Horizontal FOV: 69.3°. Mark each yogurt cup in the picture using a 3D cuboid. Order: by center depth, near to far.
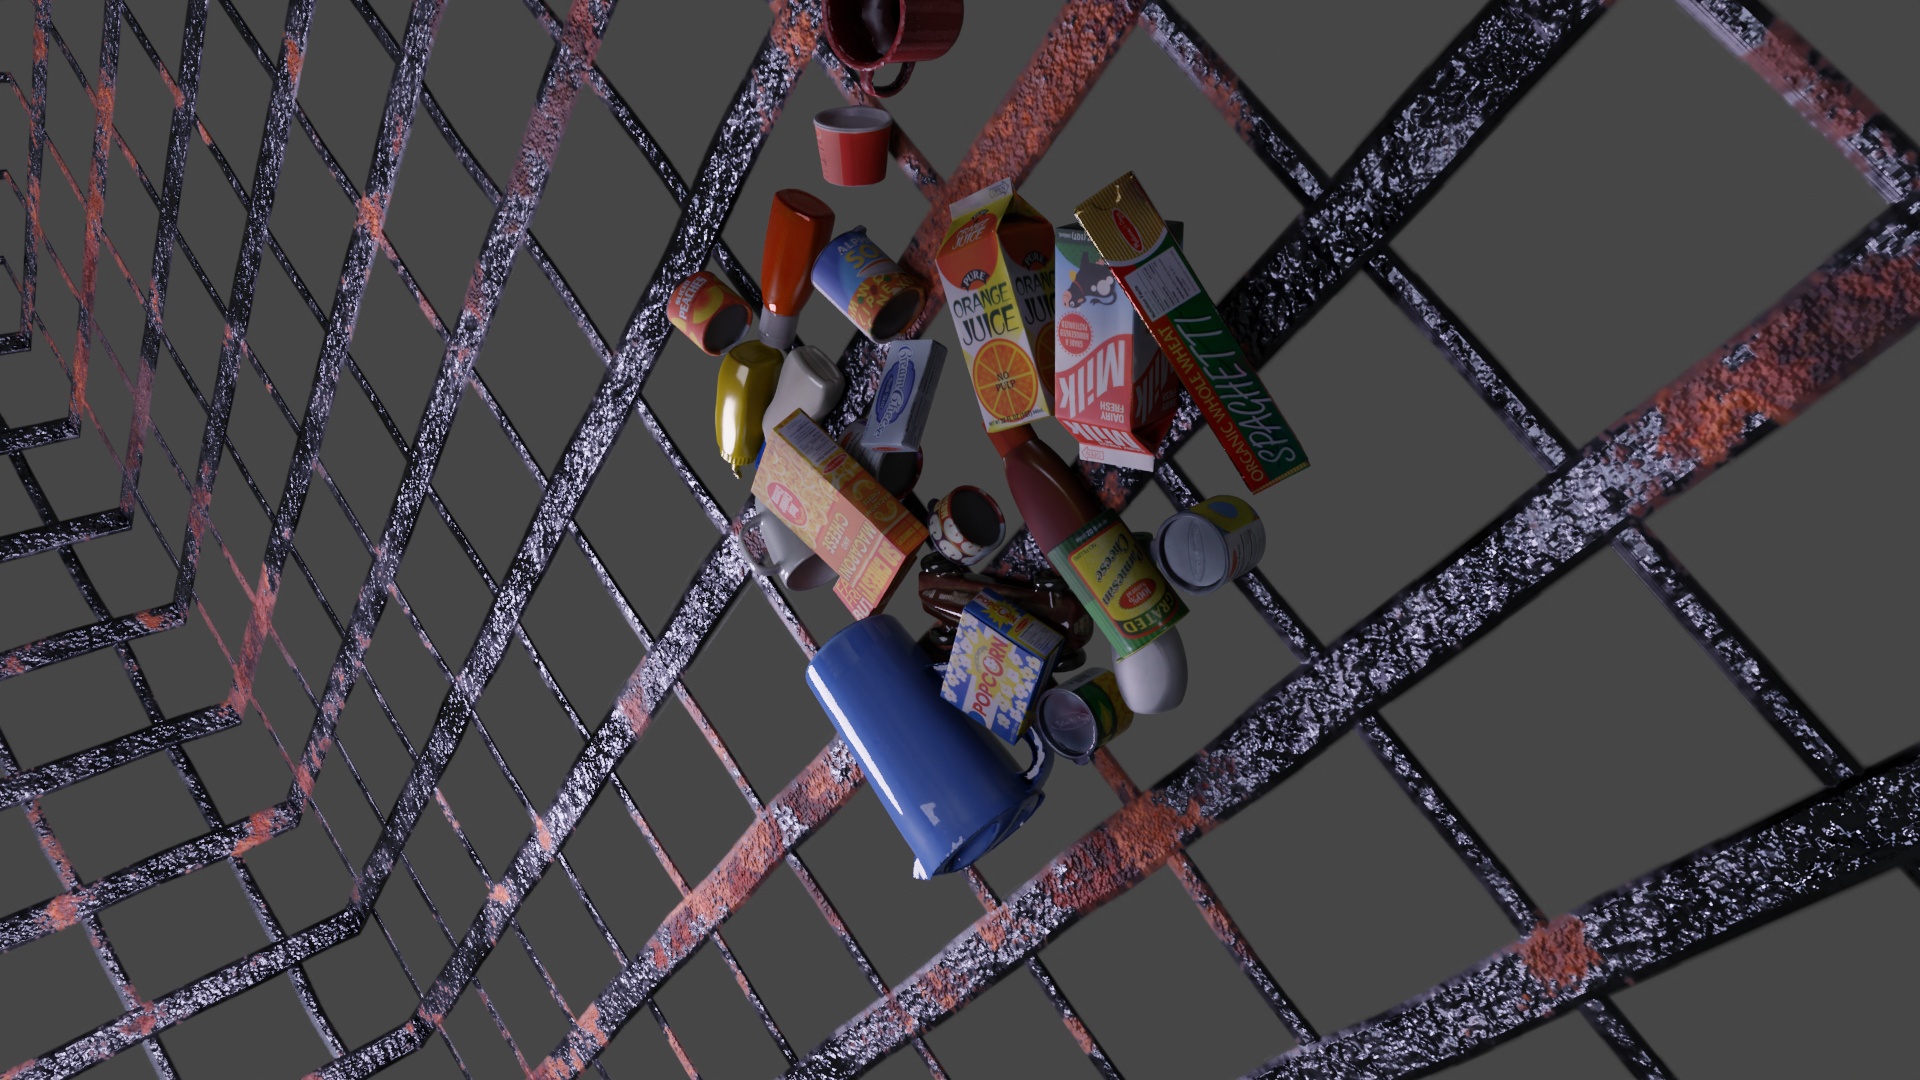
[{"bbox_3d":[-0.093,-0.342,1.208,0.072,0.073,0.053,26,130,34],"label":"yogurt cup"}]

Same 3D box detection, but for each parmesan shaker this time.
[{"bbox_3d":[0.121,0.035,1.091,0.103,0.071,0.071,54,134,4],"label":"parmesan shaker"}]

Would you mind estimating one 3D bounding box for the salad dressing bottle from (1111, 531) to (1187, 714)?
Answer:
[{"bbox_3d":[0.152,0.068,1.151,0.064,0.044,0.147,1,104,45],"label":"salad dressing bottle"}]

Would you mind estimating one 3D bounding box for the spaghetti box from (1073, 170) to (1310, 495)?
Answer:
[{"bbox_3d":[0.168,-0.147,1.000,0.050,0.029,0.249,-31,103,17],"label":"spaghetti box"}]

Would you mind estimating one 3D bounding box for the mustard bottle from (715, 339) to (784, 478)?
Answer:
[{"bbox_3d":[-0.219,-0.126,1.408,0.049,0.065,0.159,37,131,22],"label":"mustard bottle"}]

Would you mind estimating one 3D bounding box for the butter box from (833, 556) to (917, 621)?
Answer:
[{"bbox_3d":[-0.085,0.032,1.370,0.053,0.024,0.103,49,132,18],"label":"butter box"}]

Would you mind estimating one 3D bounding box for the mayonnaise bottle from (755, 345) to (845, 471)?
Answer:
[{"bbox_3d":[-0.164,-0.121,1.375,0.065,0.041,0.147,49,133,19],"label":"mayonnaise bottle"}]

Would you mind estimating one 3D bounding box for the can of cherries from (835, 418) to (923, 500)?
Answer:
[{"bbox_3d":[-0.076,-0.074,1.295,0.058,0.072,0.071,22,120,34],"label":"can of cherries"}]

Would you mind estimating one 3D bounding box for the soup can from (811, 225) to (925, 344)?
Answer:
[{"bbox_3d":[-0.080,-0.228,1.237,0.084,0.071,0.071,45,131,21],"label":"soup can"}]

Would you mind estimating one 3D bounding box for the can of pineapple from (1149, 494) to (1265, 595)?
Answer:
[{"bbox_3d":[0.193,0.002,1.076,0.071,0.058,0.070,17,116,38],"label":"can of pineapple"}]

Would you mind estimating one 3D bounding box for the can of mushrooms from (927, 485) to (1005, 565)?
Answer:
[{"bbox_3d":[0.004,-0.016,1.237,0.033,0.071,0.071,-36,80,44],"label":"can of mushrooms"}]

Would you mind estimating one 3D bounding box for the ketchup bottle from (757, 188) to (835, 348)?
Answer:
[{"bbox_3d":[-0.162,-0.254,1.319,0.065,0.044,0.148,39,129,27],"label":"ketchup bottle"}]

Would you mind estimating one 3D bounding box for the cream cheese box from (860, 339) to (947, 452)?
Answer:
[{"bbox_3d":[-0.050,-0.129,1.238,0.053,0.024,0.104,4,72,41],"label":"cream cheese box"}]

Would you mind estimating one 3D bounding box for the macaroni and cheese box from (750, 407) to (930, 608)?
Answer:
[{"bbox_3d":[-0.113,-0.028,1.283,0.166,0.040,0.123,43,150,6],"label":"macaroni and cheese box"}]

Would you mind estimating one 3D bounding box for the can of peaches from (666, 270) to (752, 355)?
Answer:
[{"bbox_3d":[-0.252,-0.228,1.393,0.058,0.071,0.071,41,129,23],"label":"can of peaches"}]

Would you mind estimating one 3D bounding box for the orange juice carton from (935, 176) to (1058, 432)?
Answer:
[{"bbox_3d":[0.042,-0.192,1.131,0.071,0.073,0.192,-12,97,45],"label":"orange juice carton"}]

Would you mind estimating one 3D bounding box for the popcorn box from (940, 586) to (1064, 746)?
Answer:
[{"bbox_3d":[0.035,0.111,1.218,0.085,0.038,0.126,32,138,17],"label":"popcorn box"}]

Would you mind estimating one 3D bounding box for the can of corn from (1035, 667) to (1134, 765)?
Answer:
[{"bbox_3d":[0.110,0.152,1.210,0.071,0.058,0.071,17,117,38],"label":"can of corn"}]

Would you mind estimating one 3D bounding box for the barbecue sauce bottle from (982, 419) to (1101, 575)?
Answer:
[{"bbox_3d":[0.070,-0.047,1.182,0.064,0.044,0.148,-40,77,45],"label":"barbecue sauce bottle"}]

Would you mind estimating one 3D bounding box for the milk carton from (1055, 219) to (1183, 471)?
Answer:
[{"bbox_3d":[0.122,-0.149,1.073,0.072,0.074,0.189,13,115,37],"label":"milk carton"}]
